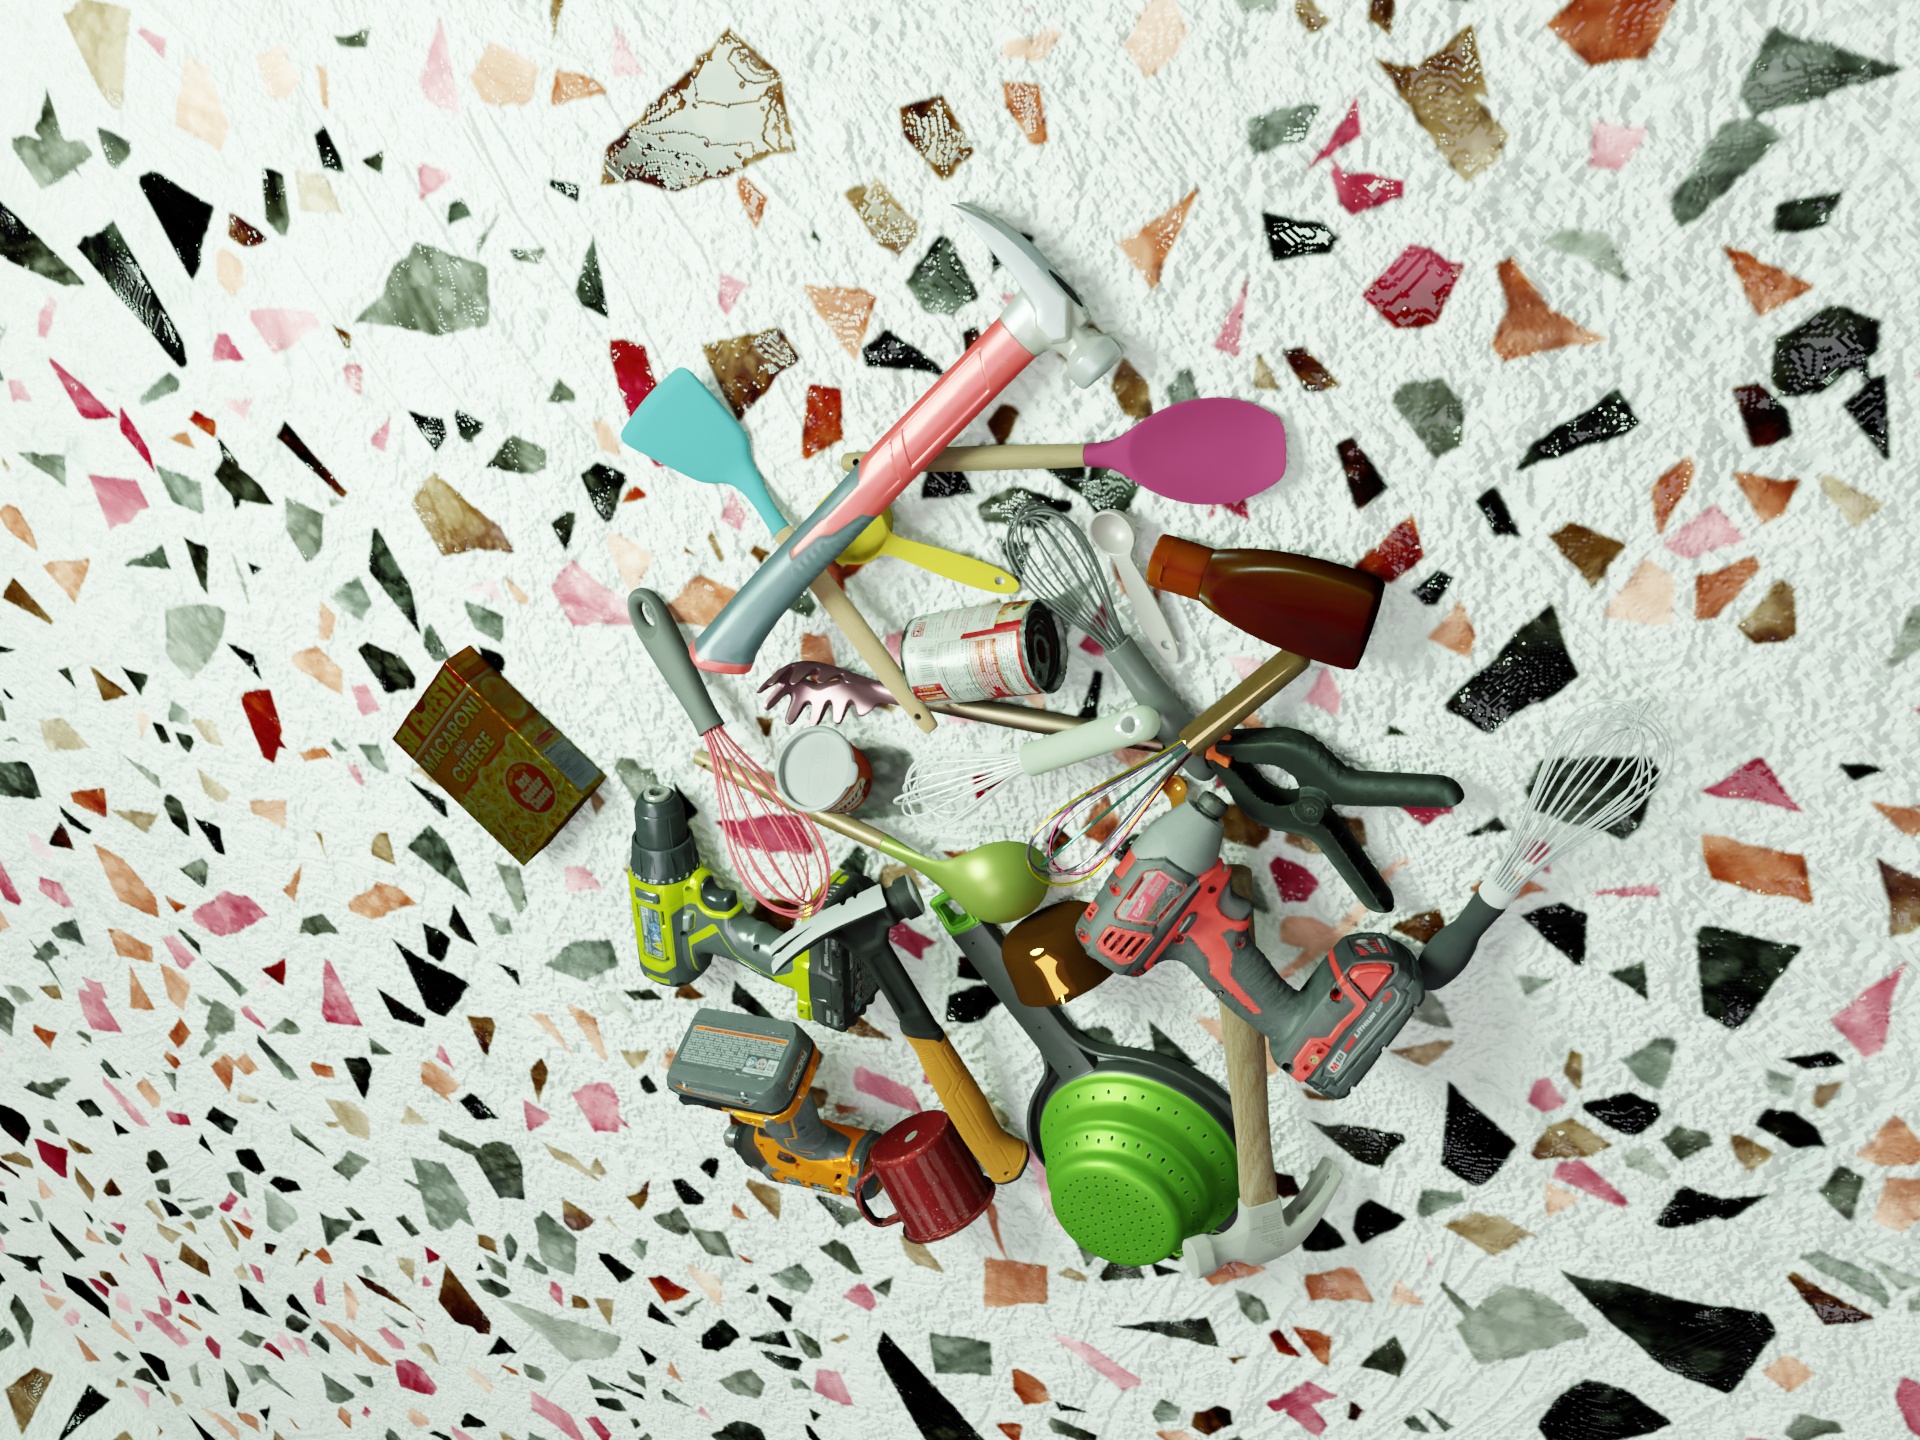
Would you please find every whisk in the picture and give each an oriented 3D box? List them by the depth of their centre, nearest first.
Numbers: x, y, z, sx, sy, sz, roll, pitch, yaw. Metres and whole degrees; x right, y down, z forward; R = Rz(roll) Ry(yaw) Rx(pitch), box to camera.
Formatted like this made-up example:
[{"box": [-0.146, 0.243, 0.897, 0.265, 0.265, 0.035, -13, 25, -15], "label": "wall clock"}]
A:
[{"box": [0.372, 0.092, 1.049, 0.070, 0.070, 0.284, 29, 131, 8], "label": "whisk"}, {"box": [0.143, 0.033, 1.097, 0.245, 0.051, 0.047, -41, 73, 15], "label": "whisk"}, {"box": [0.109, -0.050, 1.103, 0.055, 0.055, 0.239, -27, 107, 35], "label": "whisk"}, {"box": [0.045, 0.031, 1.162, 0.246, 0.059, 0.058, -20, 76, 39], "label": "whisk"}, {"box": [-0.187, 0.024, 1.258, 0.073, 0.073, 0.296, -33, 84, 36], "label": "whisk"}]

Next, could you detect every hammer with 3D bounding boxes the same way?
[{"box": [-0.072, -0.171, 1.089, 0.143, 0.038, 0.386, 47, 117, -3], "label": "hammer"}, {"box": [0.220, 0.265, 1.209, 0.130, 0.031, 0.331, -12, 107, -14], "label": "hammer"}, {"box": [-0.030, 0.274, 1.310, 0.127, 0.034, 0.336, -26, 122, 3], "label": "hammer"}]

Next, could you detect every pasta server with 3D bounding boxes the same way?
[{"box": [-0.002, -0.004, 1.188, 0.316, 0.040, 0.060, 10, 148, 19], "label": "pasta server"}]

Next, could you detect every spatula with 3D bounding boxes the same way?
[{"box": [-0.122, -0.115, 1.163, 0.082, 0.044, 0.317, -40, 87, 30], "label": "spatula"}]

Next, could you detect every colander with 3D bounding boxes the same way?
[{"box": [0.090, 0.311, 1.288, 0.204, 0.094, 0.397, -31, 102, 36], "label": "colander"}]

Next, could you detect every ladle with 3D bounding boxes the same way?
[{"box": [-0.077, 0.080, 1.278, 0.320, 0.062, 0.078, 23, 139, 21], "label": "ladle"}]

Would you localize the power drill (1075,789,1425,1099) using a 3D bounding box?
[{"box": [0.207, 0.153, 1.119, 0.219, 0.078, 0.143, 33, 103, -3], "label": "power drill"}]

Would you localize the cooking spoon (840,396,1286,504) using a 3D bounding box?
[{"box": [0.061, -0.178, 1.069, 0.319, 0.017, 0.068, 3, 108, 25], "label": "cooking spoon"}]

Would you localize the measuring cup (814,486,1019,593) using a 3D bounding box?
[{"box": [-0.030, -0.127, 1.145, 0.156, 0.029, 0.062, 20, 125, 0], "label": "measuring cup"}]

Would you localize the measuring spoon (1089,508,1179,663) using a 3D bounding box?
[{"box": [0.125, -0.093, 1.092, 0.034, 0.018, 0.124, -6, 122, 42], "label": "measuring spoon"}]

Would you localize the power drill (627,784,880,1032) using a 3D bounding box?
[{"box": [-0.182, 0.159, 1.347, 0.228, 0.080, 0.190, 14, 123, 22], "label": "power drill"}]

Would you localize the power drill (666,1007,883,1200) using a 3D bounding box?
[{"box": [-0.172, 0.346, 1.415, 0.164, 0.084, 0.226, 3, 141, 26], "label": "power drill"}]

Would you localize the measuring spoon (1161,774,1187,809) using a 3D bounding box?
[{"box": [0.171, 0.088, 1.176, 0.021, 0.011, 0.116, -4, 119, 29], "label": "measuring spoon"}]

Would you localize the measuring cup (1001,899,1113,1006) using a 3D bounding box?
[{"box": [0.112, 0.159, 1.211, 0.173, 0.095, 0.052, -24, 101, 15], "label": "measuring cup"}]
